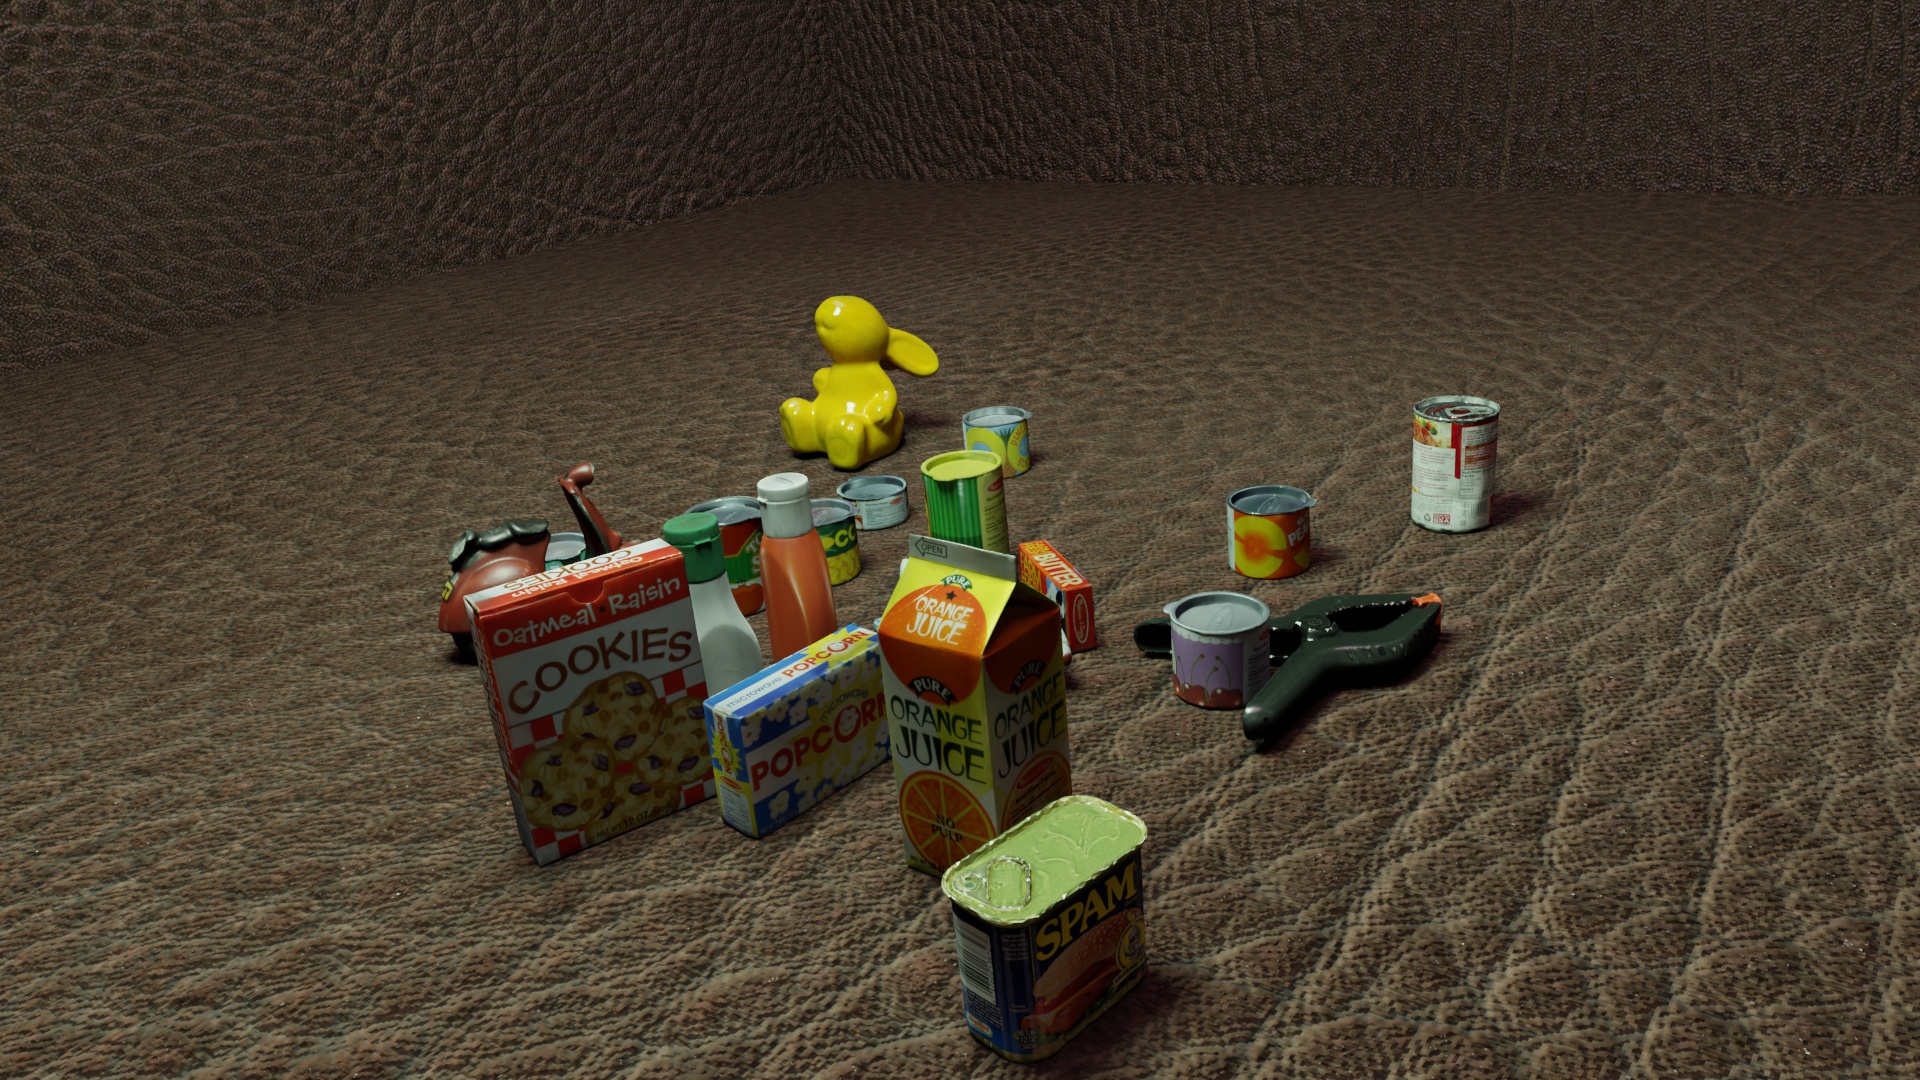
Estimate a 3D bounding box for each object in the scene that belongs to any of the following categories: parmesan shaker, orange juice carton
[{"bbox_3d":[0.004,-0.014,1.140,0.071,0.102,0.071,-5,22,2],"label":"parmesan shaker"},{"bbox_3d":[0.009,0.090,0.759,0.072,0.191,0.073,11,27,37],"label":"orange juice carton"}]

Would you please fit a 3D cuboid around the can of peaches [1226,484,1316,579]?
[{"bbox_3d":[0.252,-0.007,1.123,0.071,0.057,0.071,-5,22,2],"label":"can of peaches"}]

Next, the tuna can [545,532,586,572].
[{"bbox_3d":[-0.358,0.020,1.233,0.071,0.032,0.071,-5,22,2],"label":"tuna can"}]

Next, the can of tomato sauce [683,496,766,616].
[{"bbox_3d":[-0.186,0.014,1.142,0.071,0.082,0.071,-5,22,2],"label":"can of tomato sauce"}]

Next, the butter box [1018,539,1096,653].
[{"bbox_3d":[0.072,0.041,1.054,0.024,0.053,0.104,-11,22,-14],"label":"butter box"}]

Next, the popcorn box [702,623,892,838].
[{"bbox_3d":[-0.096,0.116,0.863,0.038,0.085,0.127,14,29,40],"label":"popcorn box"}]

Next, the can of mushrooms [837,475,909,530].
[{"bbox_3d":[-0.082,-0.037,1.308,0.071,0.033,0.071,-5,22,2],"label":"can of mushrooms"}]

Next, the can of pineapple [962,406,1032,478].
[{"bbox_3d":[0.038,-0.099,1.401,0.071,0.057,0.071,-5,22,2],"label":"can of pineapple"}]

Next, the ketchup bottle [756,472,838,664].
[{"bbox_3d":[-0.120,0.026,1.007,0.044,0.148,0.065,-20,26,-33],"label":"ketchup bottle"}]

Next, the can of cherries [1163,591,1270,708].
[{"bbox_3d":[0.174,0.074,0.941,0.071,0.058,0.072,-5,22,2],"label":"can of cherries"}]

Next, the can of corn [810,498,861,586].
[{"bbox_3d":[-0.118,0.002,1.187,0.071,0.058,0.071,-5,22,2],"label":"can of corn"}]

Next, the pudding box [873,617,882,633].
[{"bbox_3d":[-0.028,0.086,0.970,0.030,0.049,0.084,-17,24,-27],"label":"pudding box"}]

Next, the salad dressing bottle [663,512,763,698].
[{"bbox_3d":[-0.172,0.055,0.949,0.064,0.147,0.044,-17,24,-27],"label":"salad dressing bottle"}]

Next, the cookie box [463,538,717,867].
[{"bbox_3d":[-0.215,0.095,0.833,0.123,0.166,0.040,-19,25,-30],"label":"cookie box"}]
